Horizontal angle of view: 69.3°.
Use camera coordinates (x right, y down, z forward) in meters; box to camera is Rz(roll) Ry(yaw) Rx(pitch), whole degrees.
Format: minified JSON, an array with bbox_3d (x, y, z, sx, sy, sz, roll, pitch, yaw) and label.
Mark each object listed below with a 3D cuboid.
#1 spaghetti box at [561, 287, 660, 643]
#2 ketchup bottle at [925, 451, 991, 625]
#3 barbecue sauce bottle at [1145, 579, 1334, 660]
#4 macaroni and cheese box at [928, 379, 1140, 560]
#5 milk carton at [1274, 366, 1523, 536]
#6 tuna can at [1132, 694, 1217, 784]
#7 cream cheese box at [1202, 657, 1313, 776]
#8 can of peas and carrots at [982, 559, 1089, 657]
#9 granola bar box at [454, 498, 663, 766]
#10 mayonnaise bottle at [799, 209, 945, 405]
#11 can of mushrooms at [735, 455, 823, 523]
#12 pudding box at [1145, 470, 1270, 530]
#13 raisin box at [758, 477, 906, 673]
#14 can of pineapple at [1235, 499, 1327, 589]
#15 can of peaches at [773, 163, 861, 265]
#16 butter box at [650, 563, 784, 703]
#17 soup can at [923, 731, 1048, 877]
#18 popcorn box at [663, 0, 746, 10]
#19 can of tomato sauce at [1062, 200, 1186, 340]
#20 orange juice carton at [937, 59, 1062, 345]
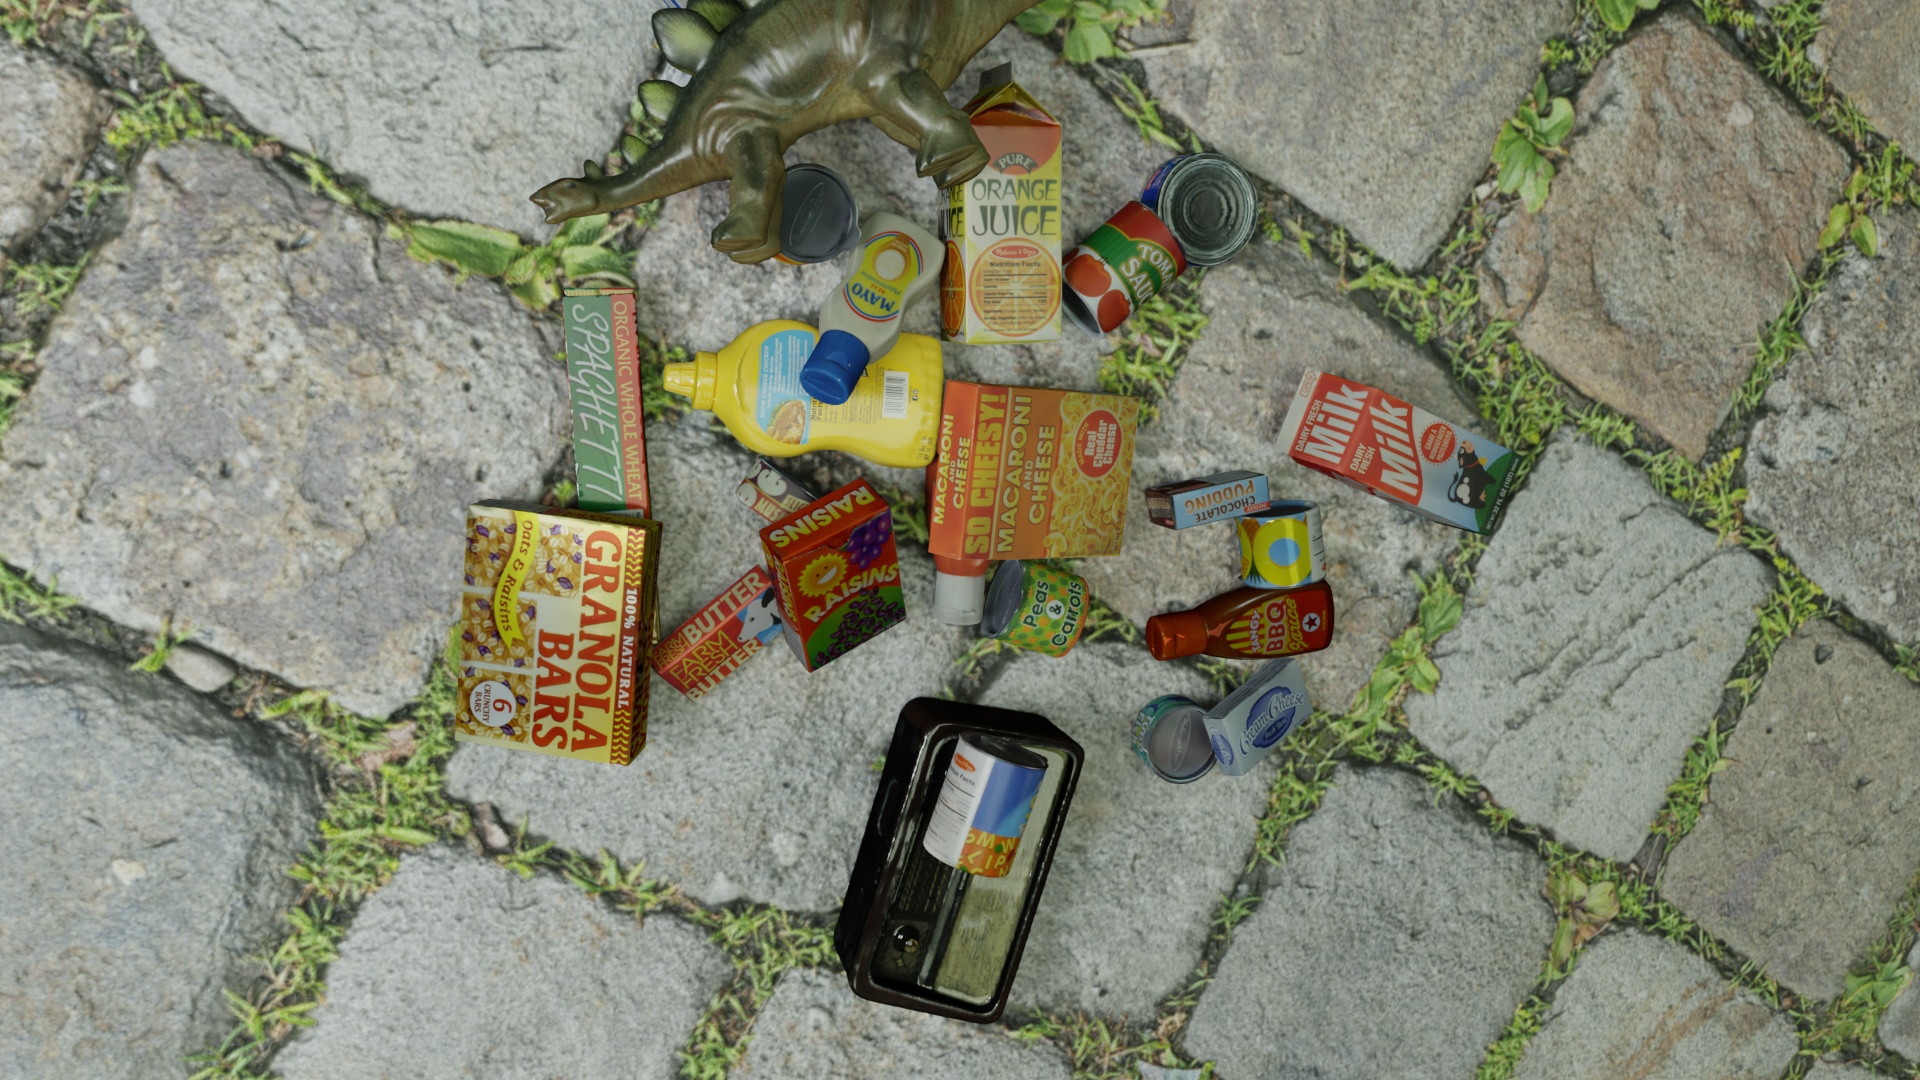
[{"bbox_3d":[-0.241,-0.049,0.962,0.050,0.029,0.249,-5,100,-15],"label":"spaghetti box"},{"bbox_3d":[0.004,-0.013,1.032,0.065,0.043,0.148,1,99,-23],"label":"ketchup bottle"},{"bbox_3d":[0.223,0.067,1.109,0.149,0.044,0.064,-8,108,-14],"label":"barbecue sauce bottle"},{"bbox_3d":[0.055,-0.049,1.009,0.167,0.040,0.123,-1,100,-42],"label":"macaroni and cheese box"},{"bbox_3d":[0.340,-0.072,1.104,0.190,0.073,0.072,20,93,-18],"label":"milk carton"},{"bbox_3d":[0.171,0.159,1.115,0.071,0.033,0.071,-3,100,-16],"label":"tuna can"},{"bbox_3d":[0.240,0.140,1.116,0.104,0.024,0.053,-31,106,-36],"label":"cream cheese box"},{"bbox_3d":[0.058,0.050,1.044,0.059,0.071,0.071,18,94,-19],"label":"can of peas and carrots"},{"bbox_3d":[-0.272,0.061,0.942,0.124,0.039,0.165,8,101,4],"label":"granola bar box"},{"bbox_3d":[-0.064,-0.159,0.954,0.065,0.041,0.149,28,59,-6],"label":"mayonnaise bottle"},{"bbox_3d":[-0.123,-0.028,0.979,0.071,0.071,0.033,35,91,-19],"label":"can of mushrooms"},{"bbox_3d":[0.192,-0.032,1.080,0.084,0.050,0.030,-12,101,-15],"label":"pudding box"},{"bbox_3d":[-0.088,0.026,0.975,0.086,0.040,0.122,-28,141,-20],"label":"raisin box"},{"bbox_3d":[0.251,0.003,1.095,0.071,0.071,0.057,-11,102,-14],"label":"can of pineapple"},{"bbox_3d":[-0.107,-0.222,0.958,0.071,0.058,0.071,-3,100,-16],"label":"can of peaches"},{"bbox_3d":[-0.169,0.067,0.993,0.103,0.024,0.053,-40,144,-7],"label":"butter box"},{"bbox_3d":[0.020,0.186,0.982,0.071,0.071,0.083,18,94,-18],"label":"soup can"},{"bbox_3d":[-0.142,-0.363,0.934,0.085,0.038,0.126,-44,108,-5],"label":"popcorn box"},{"bbox_3d":[0.115,-0.197,1.020,0.083,0.071,0.071,-40,108,-6],"label":"can of tomato sauce"},{"bbox_3d":[0.027,-0.237,0.987,0.073,0.072,0.192,-4,100,-15],"label":"orange juice carton"}]
